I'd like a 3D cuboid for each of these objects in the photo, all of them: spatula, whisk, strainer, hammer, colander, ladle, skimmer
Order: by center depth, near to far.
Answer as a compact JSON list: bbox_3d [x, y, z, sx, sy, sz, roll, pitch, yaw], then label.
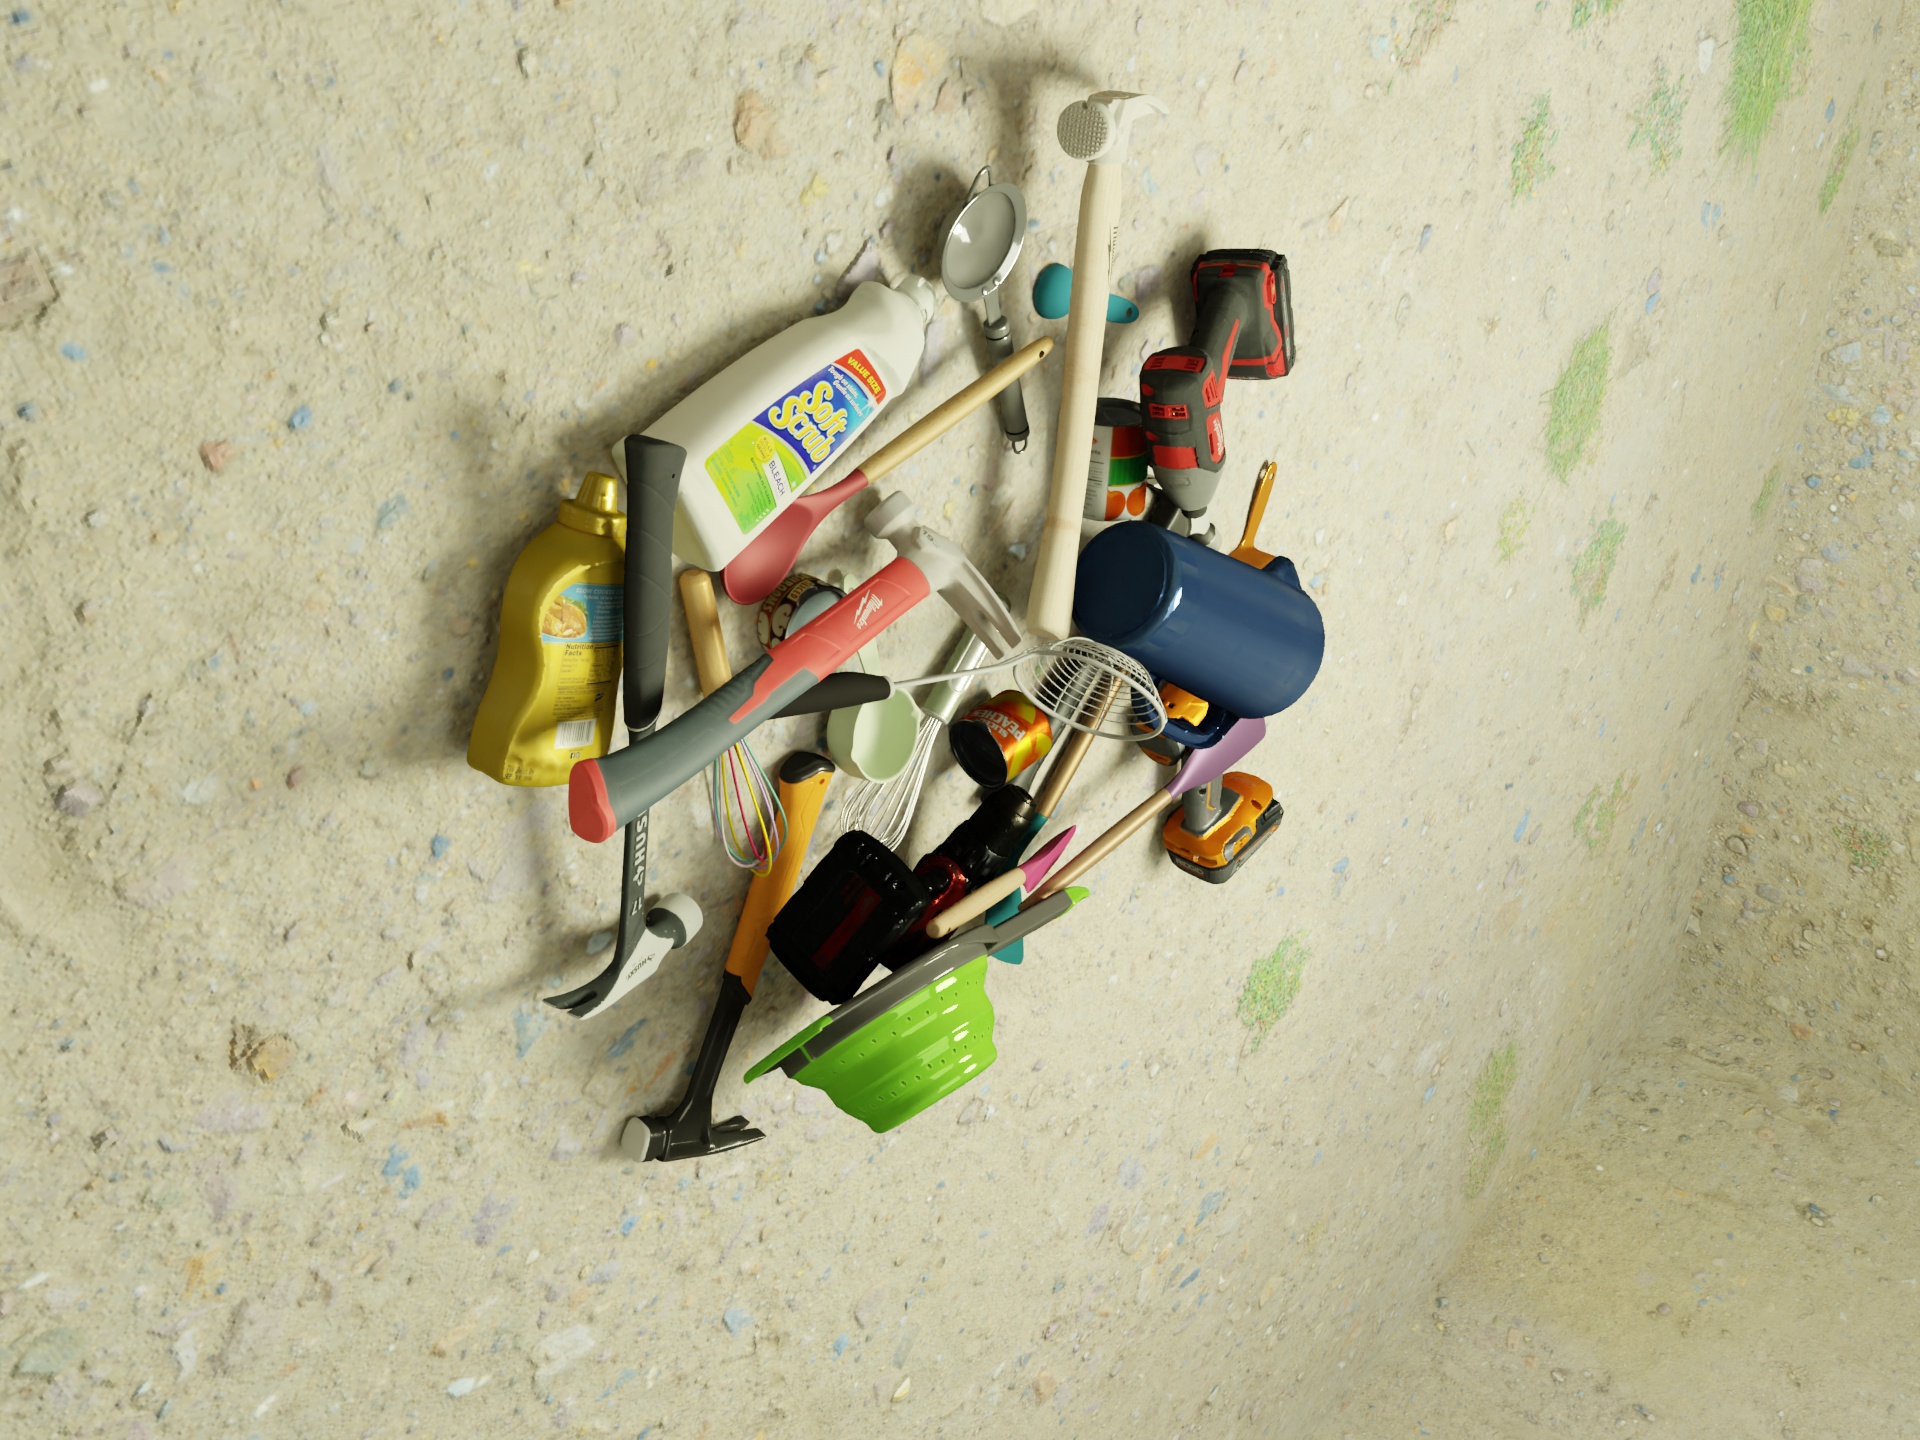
[{"bbox_3d":[-0.204,0.012,1.001,0.149,0.036,0.408,-46,151,-54],"label":"hammer"},{"bbox_3d":[-0.101,-0.021,1.029,0.038,0.143,0.386,-40,-178,44],"label":"hammer"},{"bbox_3d":[-0.160,0.008,1.112,0.051,0.047,0.244,-11,120,-7],"label":"whisk"},{"bbox_3d":[-0.050,-0.186,1.119,0.315,0.031,0.069,-39,144,-19],"label":"ladle"},{"bbox_3d":[0.022,-0.292,1.155,0.087,0.050,0.258,-42,144,-21],"label":"strainer"},{"bbox_3d":[-0.002,-0.004,1.182,0.363,0.127,0.090,-10,91,-37],"label":"skimmer"},{"bbox_3d":[0.094,-0.255,1.197,0.146,0.038,0.410,-45,146,-55],"label":"hammer"},{"bbox_3d":[-0.159,0.184,1.230,0.127,0.034,0.337,8,105,-50],"label":"hammer"},{"bbox_3d":[0.008,0.227,1.264,0.204,0.094,0.397,-41,167,37],"label":"colander"},{"bbox_3d":[-0.024,0.003,1.272,0.057,0.059,0.246,33,80,-25],"label":"whisk"},{"bbox_3d":[0.115,-0.064,1.400,0.335,0.035,0.146,-58,143,-6],"label":"hammer"},{"bbox_3d":[0.095,0.068,1.447,0.082,0.044,0.317,33,85,-56],"label":"spatula"},{"bbox_3d":[0.172,0.081,1.469,0.316,0.018,0.059,-37,130,-21],"label":"spatula"}]

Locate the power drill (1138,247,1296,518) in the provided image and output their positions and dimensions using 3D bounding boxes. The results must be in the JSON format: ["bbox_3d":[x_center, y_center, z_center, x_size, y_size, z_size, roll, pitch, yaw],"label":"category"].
[{"bbox_3d":[0.205,-0.273,1.285,0.143,0.078,0.220,73,34,-42],"label":"power drill"}]

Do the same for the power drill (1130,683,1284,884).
[{"bbox_3d":[0.258,0.035,1.588,0.164,0.084,0.226,-41,133,-25],"label":"power drill"}]

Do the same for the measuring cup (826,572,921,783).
[{"bbox_3d":[-0.078,-0.033,1.200,0.083,0.038,0.167,-34,121,-43],"label":"measuring cup"}]

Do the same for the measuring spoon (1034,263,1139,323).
[{"bbox_3d":[0.107,-0.326,1.244,0.128,0.021,0.042,-2,113,-47],"label":"measuring spoon"}]

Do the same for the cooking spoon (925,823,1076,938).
[{"bbox_3d":[0.038,0.132,1.298,0.068,0.017,0.319,-59,166,17],"label":"cooking spoon"}]

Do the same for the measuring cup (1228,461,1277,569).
[{"bbox_3d":[0.296,-0.160,1.536,0.095,0.052,0.173,-10,120,-46],"label":"measuring cup"}]

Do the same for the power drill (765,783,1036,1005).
[{"bbox_3d":[-0.034,0.129,1.242,0.188,0.080,0.226,-51,163,13],"label":"power drill"}]
